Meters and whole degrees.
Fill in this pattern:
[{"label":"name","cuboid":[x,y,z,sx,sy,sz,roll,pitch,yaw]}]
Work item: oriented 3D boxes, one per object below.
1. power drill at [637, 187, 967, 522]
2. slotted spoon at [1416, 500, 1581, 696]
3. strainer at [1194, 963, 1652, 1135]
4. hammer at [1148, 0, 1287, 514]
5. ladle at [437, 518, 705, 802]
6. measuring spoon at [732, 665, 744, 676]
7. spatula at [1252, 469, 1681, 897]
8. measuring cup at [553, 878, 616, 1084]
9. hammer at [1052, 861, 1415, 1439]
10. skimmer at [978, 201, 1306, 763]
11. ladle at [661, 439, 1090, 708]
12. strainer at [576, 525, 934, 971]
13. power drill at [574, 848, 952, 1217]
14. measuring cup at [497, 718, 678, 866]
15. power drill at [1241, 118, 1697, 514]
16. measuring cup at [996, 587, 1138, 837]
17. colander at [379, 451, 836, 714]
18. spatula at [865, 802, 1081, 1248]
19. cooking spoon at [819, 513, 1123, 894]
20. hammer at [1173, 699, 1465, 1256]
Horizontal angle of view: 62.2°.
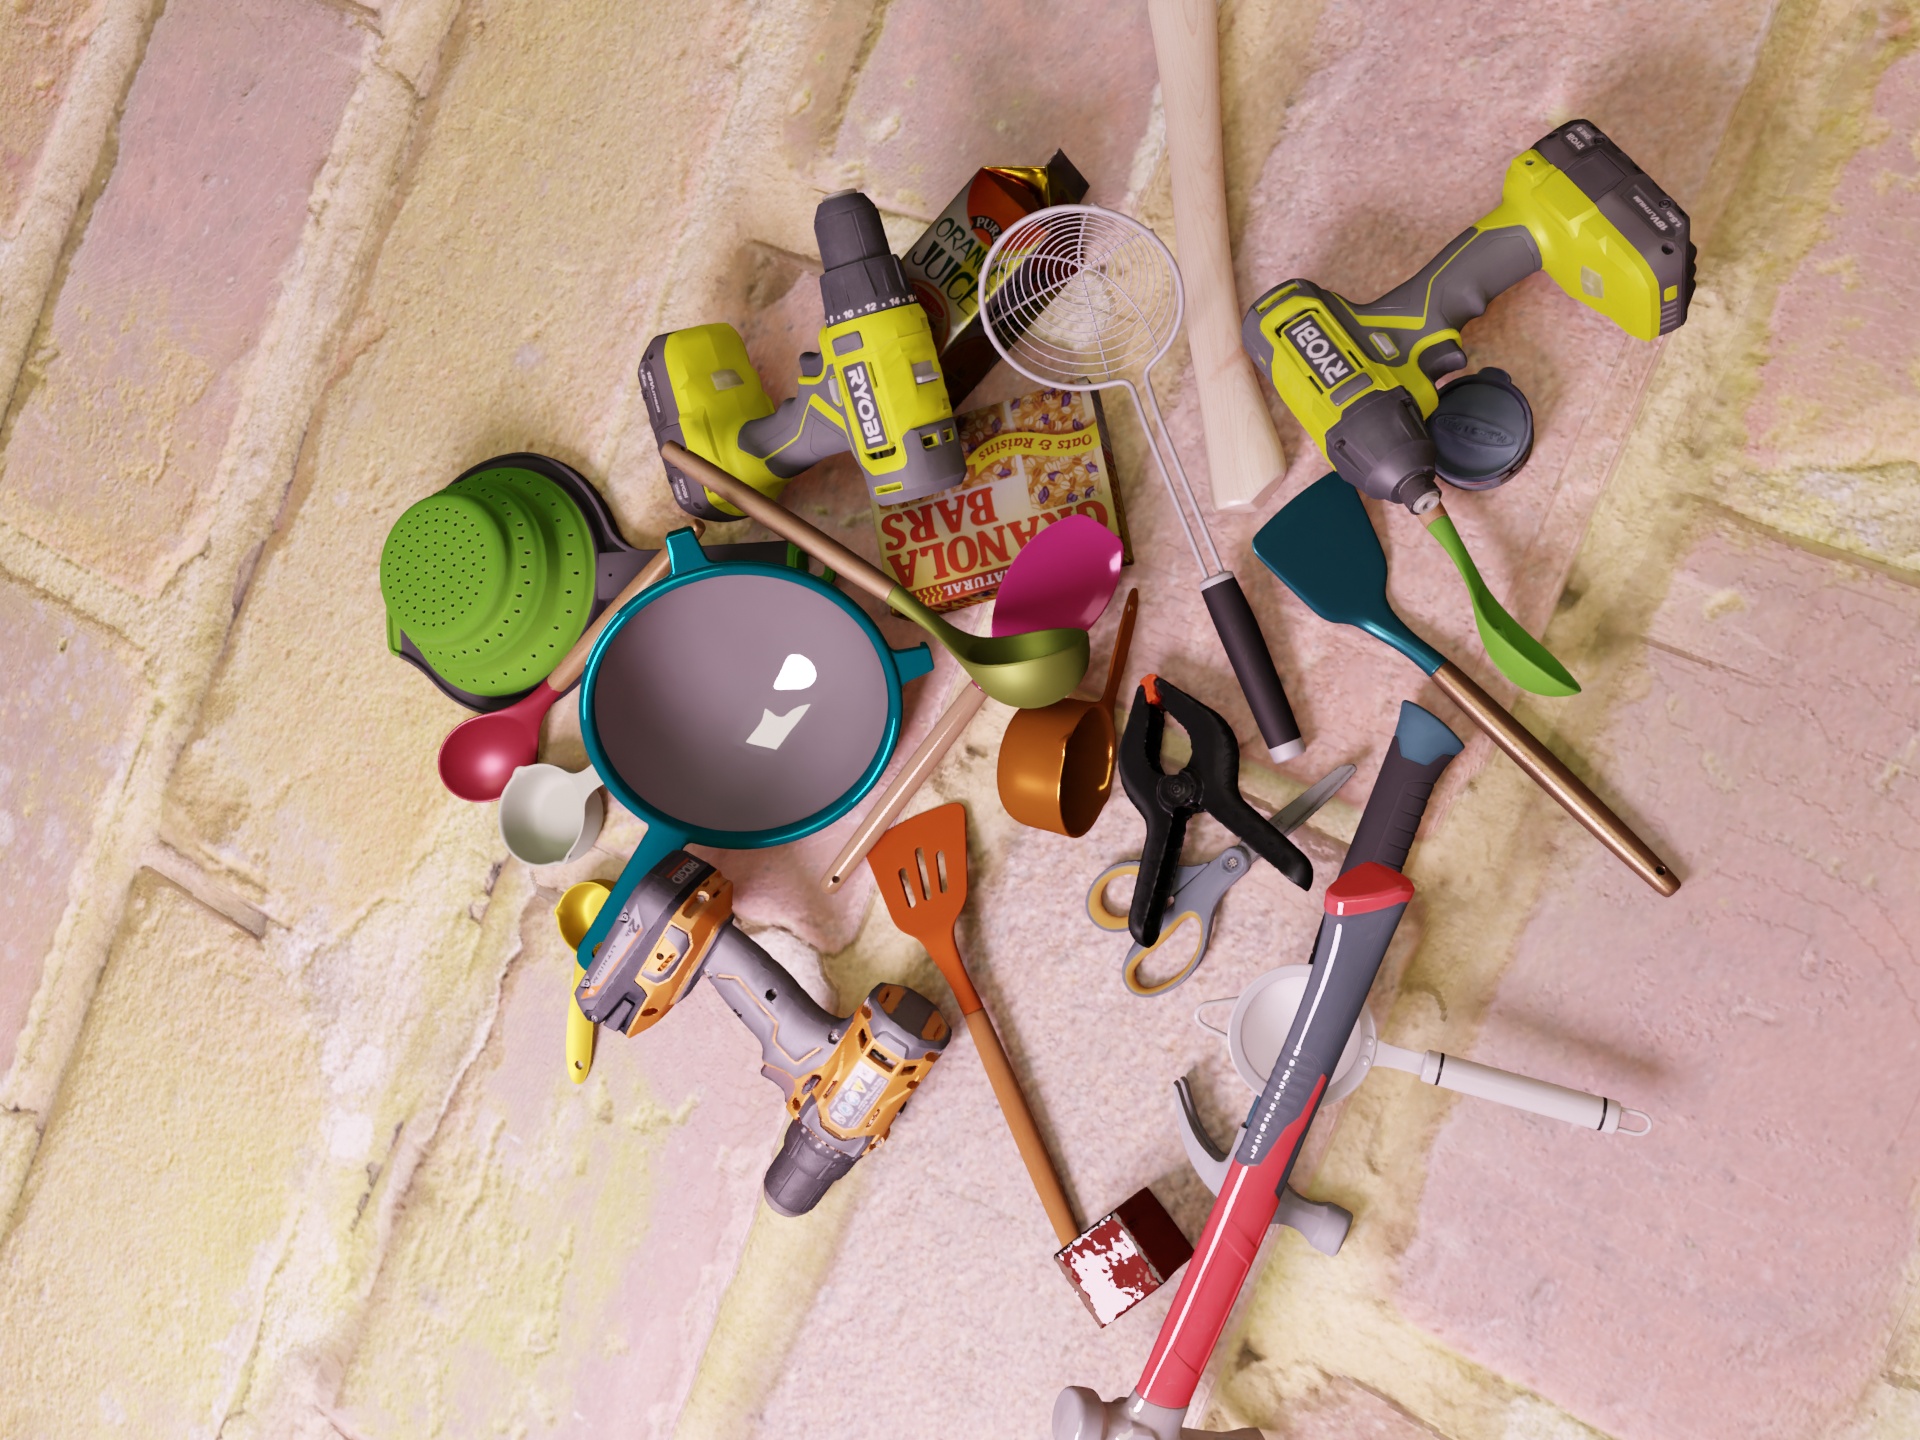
[{"label":"power drill","cuboid":[-0.108,-0.228,1.047,0.228,0.080,0.190,-6,105,43]},{"label":"slotted spoon","cuboid":[0.278,-0.141,0.970,0.031,0.070,0.314,-38,67,30]},{"label":"strainer","cuboid":[0.264,0.199,0.920,0.258,0.050,0.087,14,97,14]},{"label":"hammer","cuboid":[0.148,-0.336,1.041,0.146,0.038,0.411,-8,83,22]},{"label":"ladle","cuboid":[-0.278,-0.042,1.140,0.315,0.069,0.031,-41,29,29]},{"label":"measuring spoon","cuboid":[-0.187,-0.008,1.157,0.034,0.018,0.124,28,103,8]},{"label":"spatula","cuboid":[0.307,-0.016,0.950,0.082,0.044,0.318,-39,74,-15]},{"label":"measuring cup","cuboid":[-0.270,0.191,1.171,0.062,0.029,0.156,12,102,19]},{"label":"hammer","cuboid":[0.182,0.263,0.907,0.143,0.038,0.386,15,104,-19]},{"label":"skimmer","cuboid":[0.124,-0.140,0.980,0.127,0.090,0.363,-24,87,29]},{"label":"ladle","cuboid":[-0.060,-0.104,1.007,0.320,0.078,0.062,33,121,13]},{"label":"strainer","cuboid":[-0.181,0.026,1.101,0.211,0.095,0.340,25,112,-20]},{"label":"power drill","cuboid":[-0.142,0.215,1.064,0.226,0.084,0.185,34,111,3]},{"label":"measuring cup","cuboid":[-0.265,0.046,1.169,0.167,0.038,0.083,-34,75,13]},{"label":"power drill","cuboid":[0.298,-0.229,0.923,0.223,0.080,0.171,-32,59,8]},{"label":"measuring cup","cuboid":[0.071,-0.011,1.031,0.052,0.095,0.174,9,71,26]},{"label":"colander","cuboid":[-0.285,-0.109,1.157,0.397,0.094,0.204,-1,85,21]},{"label":"spatula","cuboid":[0.022,0.214,1.054,0.081,0.041,0.323,-26,81,19]},{"label":"cooking spoon","cuboid":[-0.002,-0.003,1.056,0.068,0.017,0.319,32,108,-15]},{"label":"hammer","cuboid":[0.230,0.149,0.973,0.128,0.033,0.331,22,94,20]}]
